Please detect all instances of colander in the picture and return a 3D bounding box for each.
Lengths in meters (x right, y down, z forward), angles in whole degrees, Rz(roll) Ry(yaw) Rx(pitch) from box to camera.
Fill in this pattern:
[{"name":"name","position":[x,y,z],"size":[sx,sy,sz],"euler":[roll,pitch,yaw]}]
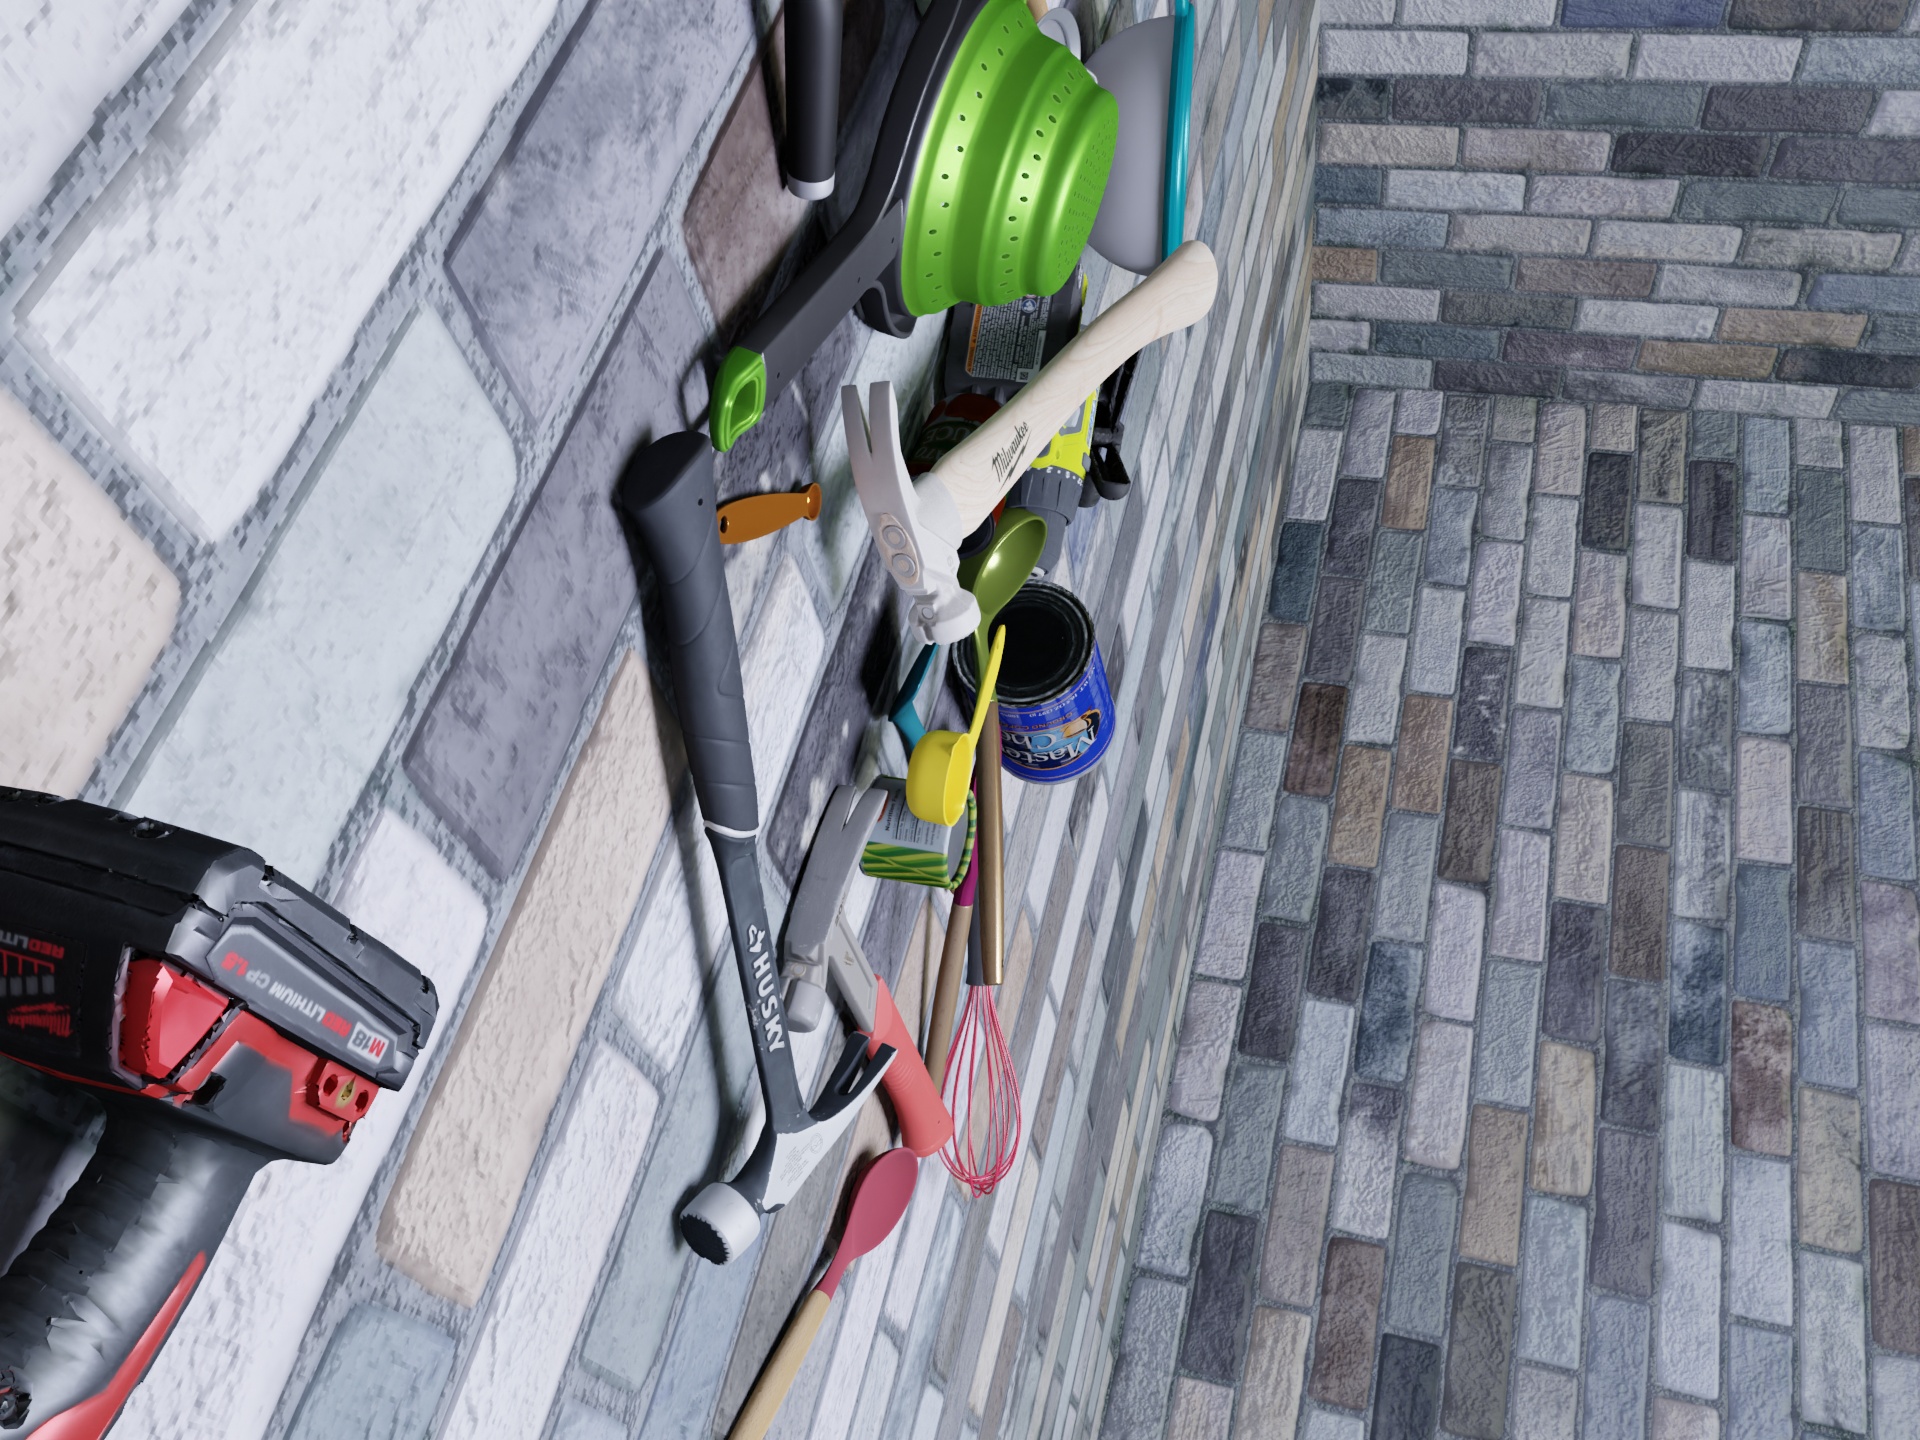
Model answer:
[{"name":"colander","position":[-0.003,-0.243,0.807],"size":[0.204,0.094,0.397],"euler":[103,12,-47]}]

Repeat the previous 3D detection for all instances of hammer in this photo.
[{"name":"hammer","position":[-0.049,0.192,1.032],"size":[0.358,0.037,0.149],"euler":[73,29,-55]},{"name":"hammer","position":[-0.100,0.063,0.745],"size":[0.149,0.036,0.408],"euler":[-39,134,-44]},{"name":"hammer","position":[0.062,-0.213,0.958],"size":[0.411,0.038,0.146],"euler":[-49,131,-43]}]

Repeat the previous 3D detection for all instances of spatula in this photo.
[{"name":"spatula","position":[-0.012,0.038,1.070],"size":[0.317,0.044,0.082],"euler":[78,28,-53]}]

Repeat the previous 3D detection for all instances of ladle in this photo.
[{"name":"ladle","position":[-0.095,0.374,0.973],"size":[0.315,0.031,0.069],"euler":[-53,145,-57]},{"name":"ladle","position":[0.030,0.014,1.057],"size":[0.078,0.062,0.320],"euler":[30,57,-69]}]

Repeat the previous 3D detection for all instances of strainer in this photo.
[{"name":"strainer","position":[0.126,-0.492,1.195],"size":[0.211,0.095,0.340],"euler":[-77,166,-50]},{"name":"strainer","position":[0.022,-0.402,0.984],"size":[0.258,0.050,0.086],"euler":[-39,146,-60]}]

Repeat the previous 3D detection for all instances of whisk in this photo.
[{"name":"whisk","position":[0.015,0.225,1.246],"size":[0.073,0.073,0.296],"euler":[2,89,-74]}]

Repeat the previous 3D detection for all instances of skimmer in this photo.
[{"name":"skimmer","position":[-0.088,-0.380,0.625],"size":[0.363,0.090,0.127],"euler":[95,13,-49]}]

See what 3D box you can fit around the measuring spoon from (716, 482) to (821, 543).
[{"name":"measuring spoon","position":[-0.096,-0.101,0.772],"size":[0.117,0.011,0.021],"euler":[-34,130,-65]}]

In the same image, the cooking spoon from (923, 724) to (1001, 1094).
[{"name":"cooking spoon","position":[-0.003,0.154,1.149],"size":[0.069,0.017,0.318],"euler":[-42,143,-67]}]

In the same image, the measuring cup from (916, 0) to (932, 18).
[{"name":"measuring cup","position":[-0.007,-0.456,0.861],"size":[0.083,0.038,0.167],"euler":[-67,156,-44]}]

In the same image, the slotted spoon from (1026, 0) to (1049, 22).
[{"name":"slotted spoon","position":[0.043,-0.483,1.044],"size":[0.313,0.031,0.070],"euler":[44,56,-73]}]

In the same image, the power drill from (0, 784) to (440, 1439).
[{"name":"power drill","position":[-0.219,0.129,0.330],"size":[0.187,0.080,0.227],"euler":[69,36,-60]}]

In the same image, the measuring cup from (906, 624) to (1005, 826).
[{"name":"measuring cup","position":[-0.002,-0.003,0.983],"size":[0.062,0.029,0.157],"euler":[82,20,-48]}]

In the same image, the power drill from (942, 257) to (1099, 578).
[{"name":"power drill","position":[0.051,-0.217,1.112],"size":[0.228,0.080,0.191],"euler":[48,50,-73]}]
